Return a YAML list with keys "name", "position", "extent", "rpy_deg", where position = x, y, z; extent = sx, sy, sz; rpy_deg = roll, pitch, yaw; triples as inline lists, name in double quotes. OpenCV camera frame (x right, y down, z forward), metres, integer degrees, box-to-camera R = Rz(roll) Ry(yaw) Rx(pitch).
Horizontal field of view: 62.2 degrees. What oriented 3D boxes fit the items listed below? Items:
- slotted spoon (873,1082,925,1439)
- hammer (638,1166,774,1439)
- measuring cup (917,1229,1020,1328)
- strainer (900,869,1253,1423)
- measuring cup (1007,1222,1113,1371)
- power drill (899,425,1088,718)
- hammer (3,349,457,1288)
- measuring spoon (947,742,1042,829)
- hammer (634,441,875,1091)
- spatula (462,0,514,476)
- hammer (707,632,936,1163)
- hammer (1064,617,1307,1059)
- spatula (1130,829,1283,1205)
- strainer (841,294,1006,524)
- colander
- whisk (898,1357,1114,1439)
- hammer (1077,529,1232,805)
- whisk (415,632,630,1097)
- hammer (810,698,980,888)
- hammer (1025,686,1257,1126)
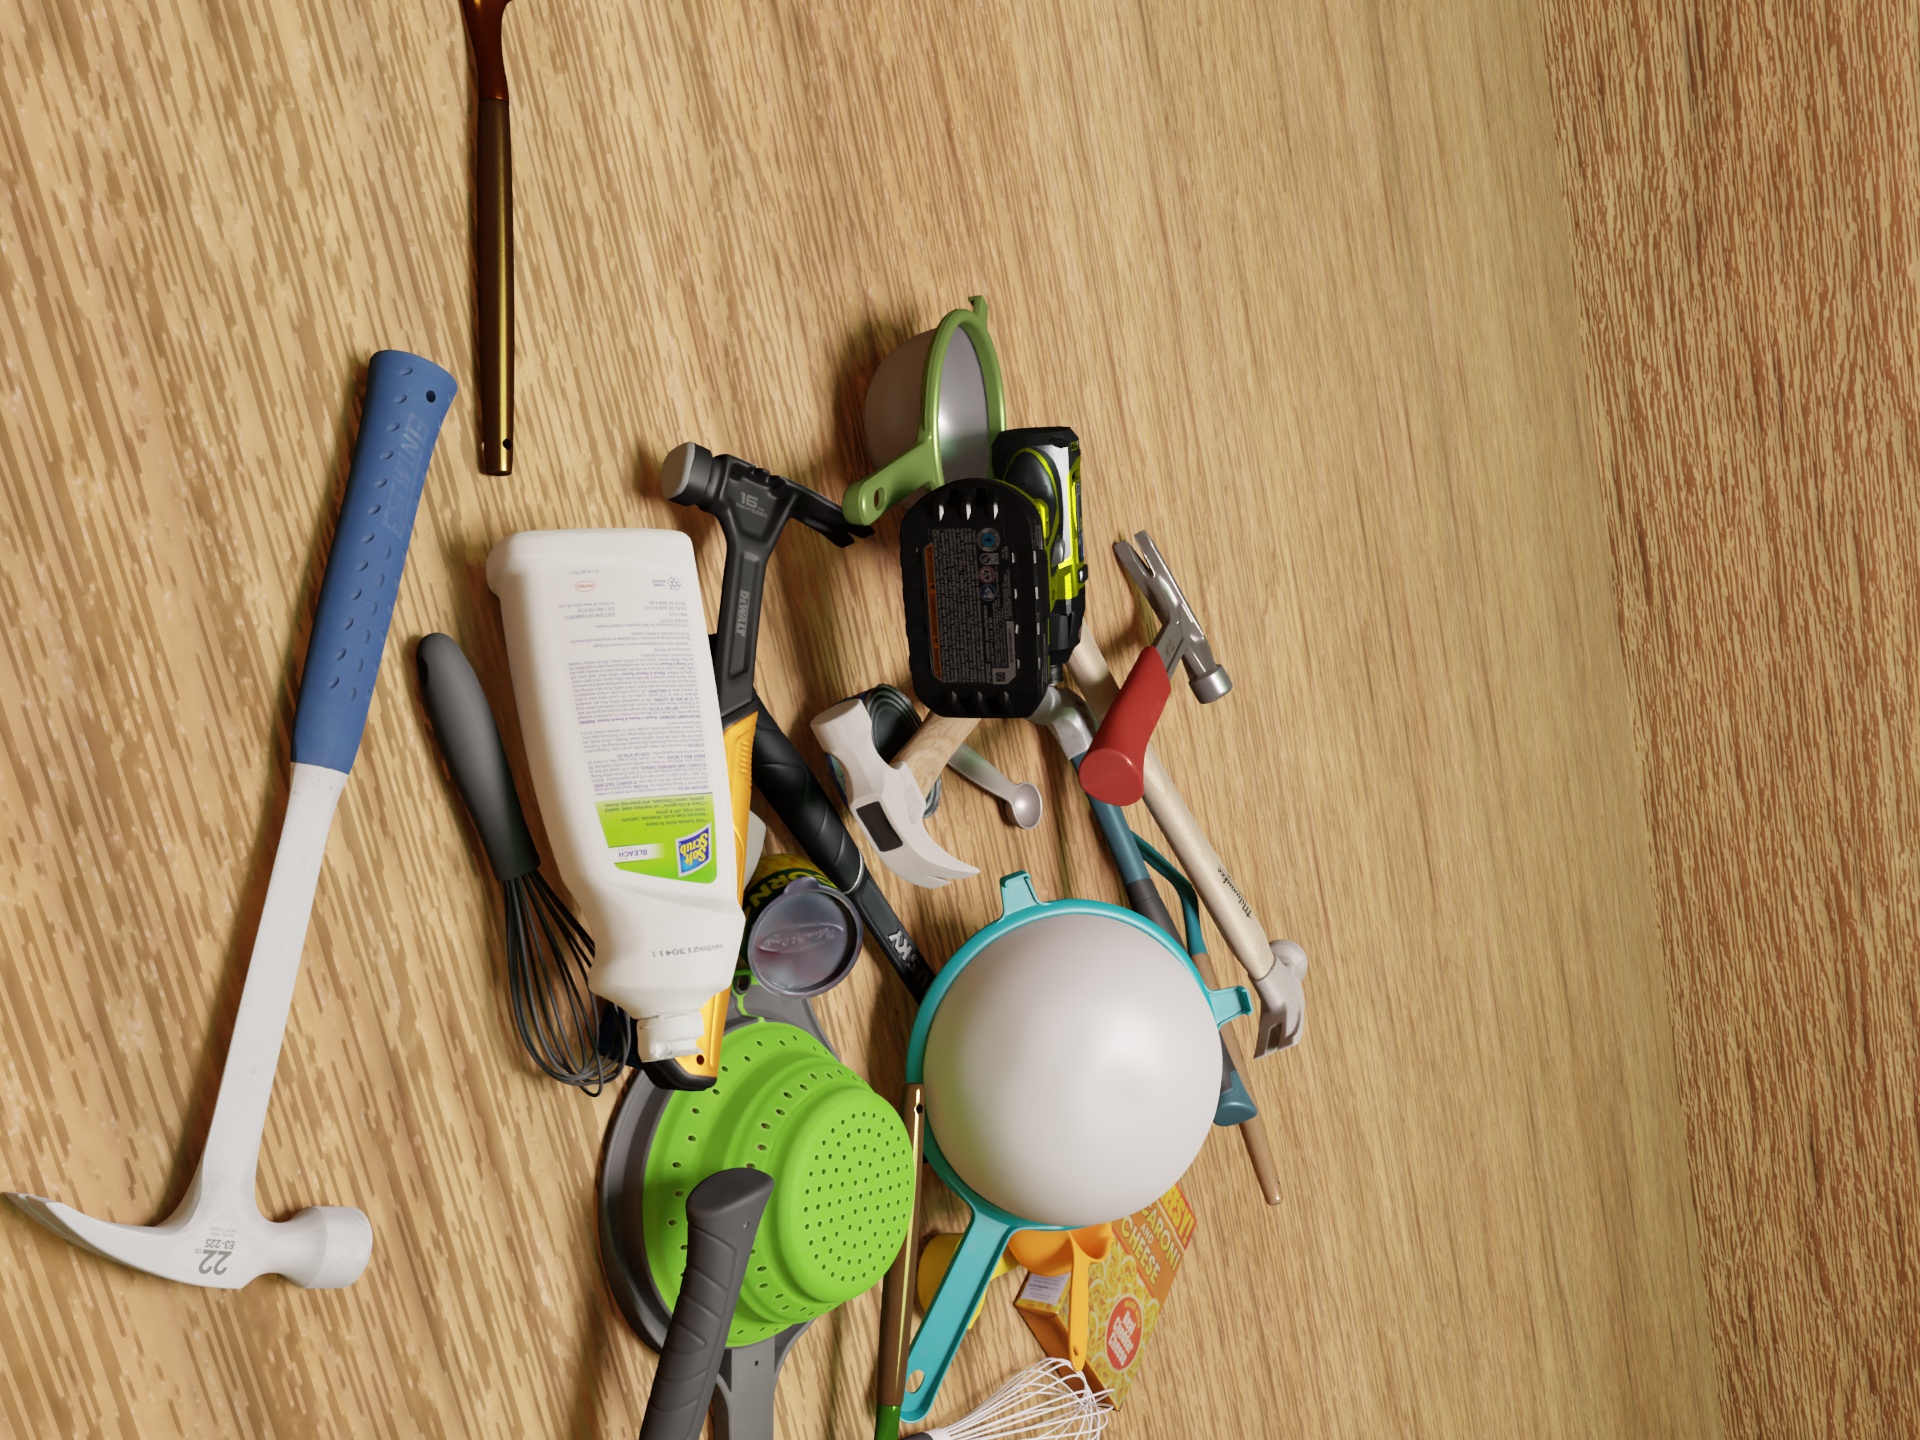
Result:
- name: "slotted spoon"
  position: [-0.041, 0.372, 0.930]
  extent: [0.070, 0.031, 0.314]
  rpy_deg: [13, 78, -41]
- name: "hammer"
  position: [-0.148, 0.385, 0.775]
  extent: [0.146, 0.035, 0.335]
  rpy_deg: [20, 84, -50]
- name: "measuring cup"
  position: [0.014, 0.365, 1.075]
  extent: [0.156, 0.029, 0.062]
  rpy_deg: [10, 76, -65]
- name: "strainer"
  position: [0.050, 0.275, 0.960]
  extent: [0.211, 0.095, 0.340]
  rpy_deg: [29, 82, -16]
- name: "measuring cup"
  position: [0.058, 0.360, 1.057]
  extent: [0.095, 0.052, 0.174]
  rpy_deg: [54, 23, -27]
- name: "power drill"
  position: [0.034, -0.084, 0.979]
  extent: [0.223, 0.080, 0.171]
  rpy_deg: [-47, 135, -68]
- name: "hammer"
  position: [-0.282, 0.030, 0.681]
  extent: [0.144, 0.035, 0.406]
  rpy_deg: [26, 66, -50]
- name: "measuring spoon"
  position: [0.014, 0.040, 1.111]
  extent: [0.124, 0.018, 0.034]
  rpy_deg: [37, 58, -38]
- name: "hammer"
  position: [-0.119, 0.025, 0.843]
  extent: [0.127, 0.034, 0.337]
  rpy_deg: [19, 68, -37]
- name: "spatula"
  position: [-0.225, -0.283, 0.785]
  extent: [0.081, 0.041, 0.322]
  rpy_deg: [1, 87, -55]
- name: "hammer"
  position: [-0.064, 0.109, 0.977]
  extent: [0.408, 0.036, 0.149]
  rpy_deg: [60, 45, -31]
- name: "hammer"
  position: [0.142, 0.052, 1.160]
  extent: [0.410, 0.038, 0.146]
  rpy_deg: [59, 21, -8]
- name: "spatula"
  position: [0.174, 0.203, 1.174]
  extent: [0.082, 0.044, 0.318]
  rpy_deg: [32, 37, -52]
- name: "strainer"
  position: [-0.039, -0.165, 0.978]
  extent: [0.256, 0.069, 0.151]
  rpy_deg: [-51, 139, -59]
- name: "colander"
  position: [-0.091, 0.336, 0.865]
  extent: [0.204, 0.094, 0.397]
  rpy_deg: [7, 81, -54]
- name: "whisk"
  position: [0.003, 0.463, 1.023]
  extent: [0.284, 0.070, 0.070]
  rpy_deg: [12, 77, -48]
- name: "hammer"
  position: [0.129, -0.032, 1.134]
  extent: [0.149, 0.036, 0.359]
  rpy_deg: [59, 23, -8]
- name: "whisk"
  position: [-0.213, 0.071, 0.764]
  extent: [0.055, 0.055, 0.239]
  rpy_deg: [-31, 107, -51]
- name: "hammer"
  position: [-0.002, -0.003, 0.993]
  extent: [0.130, 0.031, 0.331]
  rpy_deg: [65, 23, -14]
- name: "hammer"
  position: [0.131, 0.129, 1.136]
  extent: [0.128, 0.033, 0.331]
  rpy_deg: [17, 49, -65]
